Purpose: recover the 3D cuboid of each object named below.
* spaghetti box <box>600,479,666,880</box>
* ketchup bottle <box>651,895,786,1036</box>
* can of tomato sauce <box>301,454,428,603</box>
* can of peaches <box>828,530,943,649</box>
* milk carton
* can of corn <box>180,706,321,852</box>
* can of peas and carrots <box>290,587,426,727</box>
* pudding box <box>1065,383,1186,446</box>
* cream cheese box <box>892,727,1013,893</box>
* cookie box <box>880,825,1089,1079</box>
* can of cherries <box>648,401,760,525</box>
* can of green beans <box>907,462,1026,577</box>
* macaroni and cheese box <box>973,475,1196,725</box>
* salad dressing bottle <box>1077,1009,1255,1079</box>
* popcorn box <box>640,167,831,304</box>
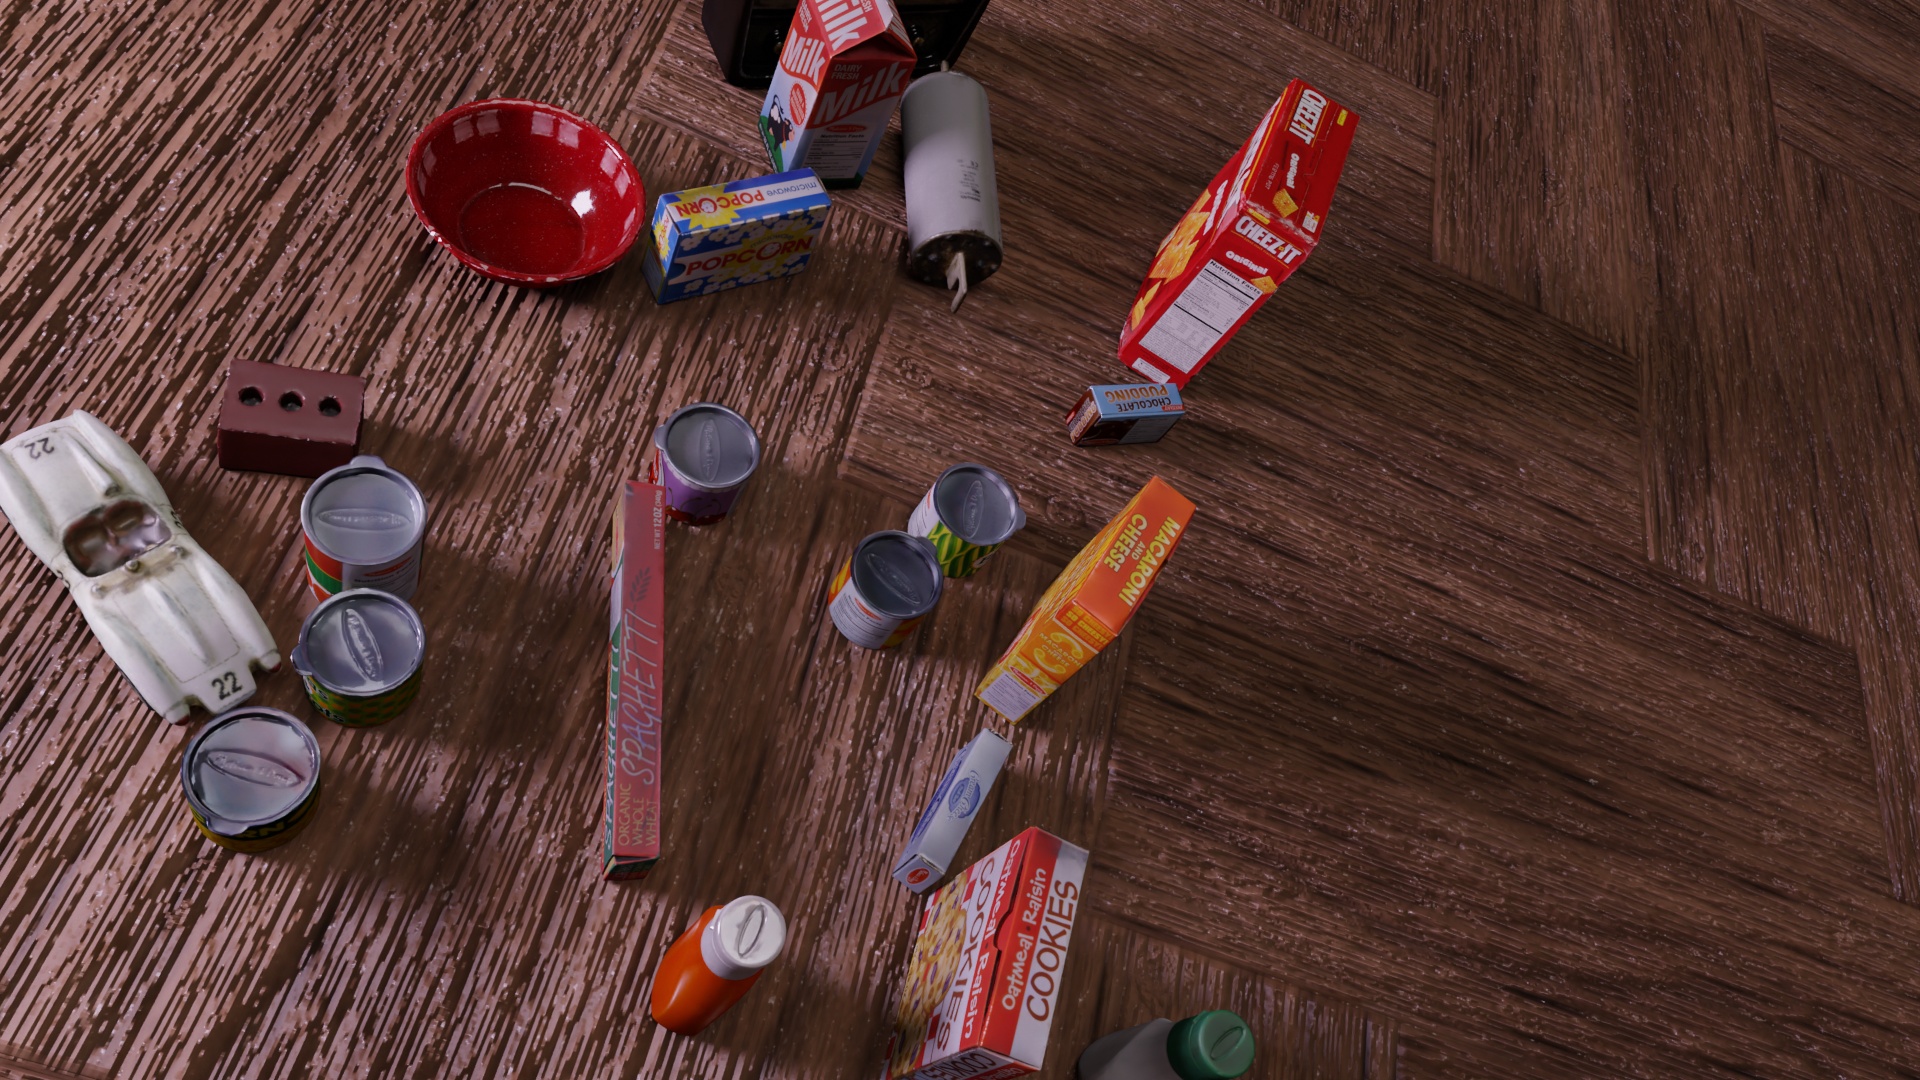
[{"bbox_3d":[-0.203,0.084,0.867,0.029,0.050,0.251,6,62,-21],"label":"spaghetti box"},{"bbox_3d":[-0.132,0.228,0.760,0.043,0.148,0.065,27,56,-8],"label":"ketchup bottle"},{"bbox_3d":[-0.355,0.000,0.826,0.071,0.082,0.071,10,60,-18],"label":"can of tomato sauce"},{"bbox_3d":[-0.051,0.033,0.955,0.071,0.057,0.071,10,60,-18],"label":"can of peaches"},{"bbox_3d":[-0.092,-0.358,1.068,0.073,0.189,0.072,-9,68,-27],"label":"milk carton"},{"bbox_3d":[-0.385,0.133,0.756,0.071,0.058,0.071,10,60,-18],"label":"can of corn"},{"bbox_3d":[-0.349,0.070,0.805,0.071,0.058,0.071,10,60,-18],"label":"can of peas and carrots"},{"bbox_3d":[0.132,-0.101,1.112,0.084,0.049,0.030,-5,66,-26],"label":"pudding box"},{"bbox_3d":[-0.005,0.175,0.902,0.024,0.053,0.104,34,55,-4],"label":"cream cheese box"},{"bbox_3d":[0.010,0.248,0.800,0.040,0.166,0.123,24,57,-11],"label":"cookie box"},{"bbox_3d":[-0.178,-0.052,0.946,0.071,0.058,0.072,10,60,-18],"label":"can of cherries"},{"bbox_3d":[0.002,-0.014,1.004,0.071,0.057,0.071,10,60,-18],"label":"can of green beans"},{"bbox_3d":[0.084,0.044,0.943,0.040,0.165,0.124,38,55,-1],"label":"macaroni and cheese box"},{"bbox_3d":[0.121,0.309,0.827,0.064,0.147,0.044,-27,77,-32],"label":"salad dressing bottle"},{"bbox_3d":[-0.166,-0.226,1.028,0.127,0.084,0.038,-20,73,-31],"label":"popcorn box"}]
